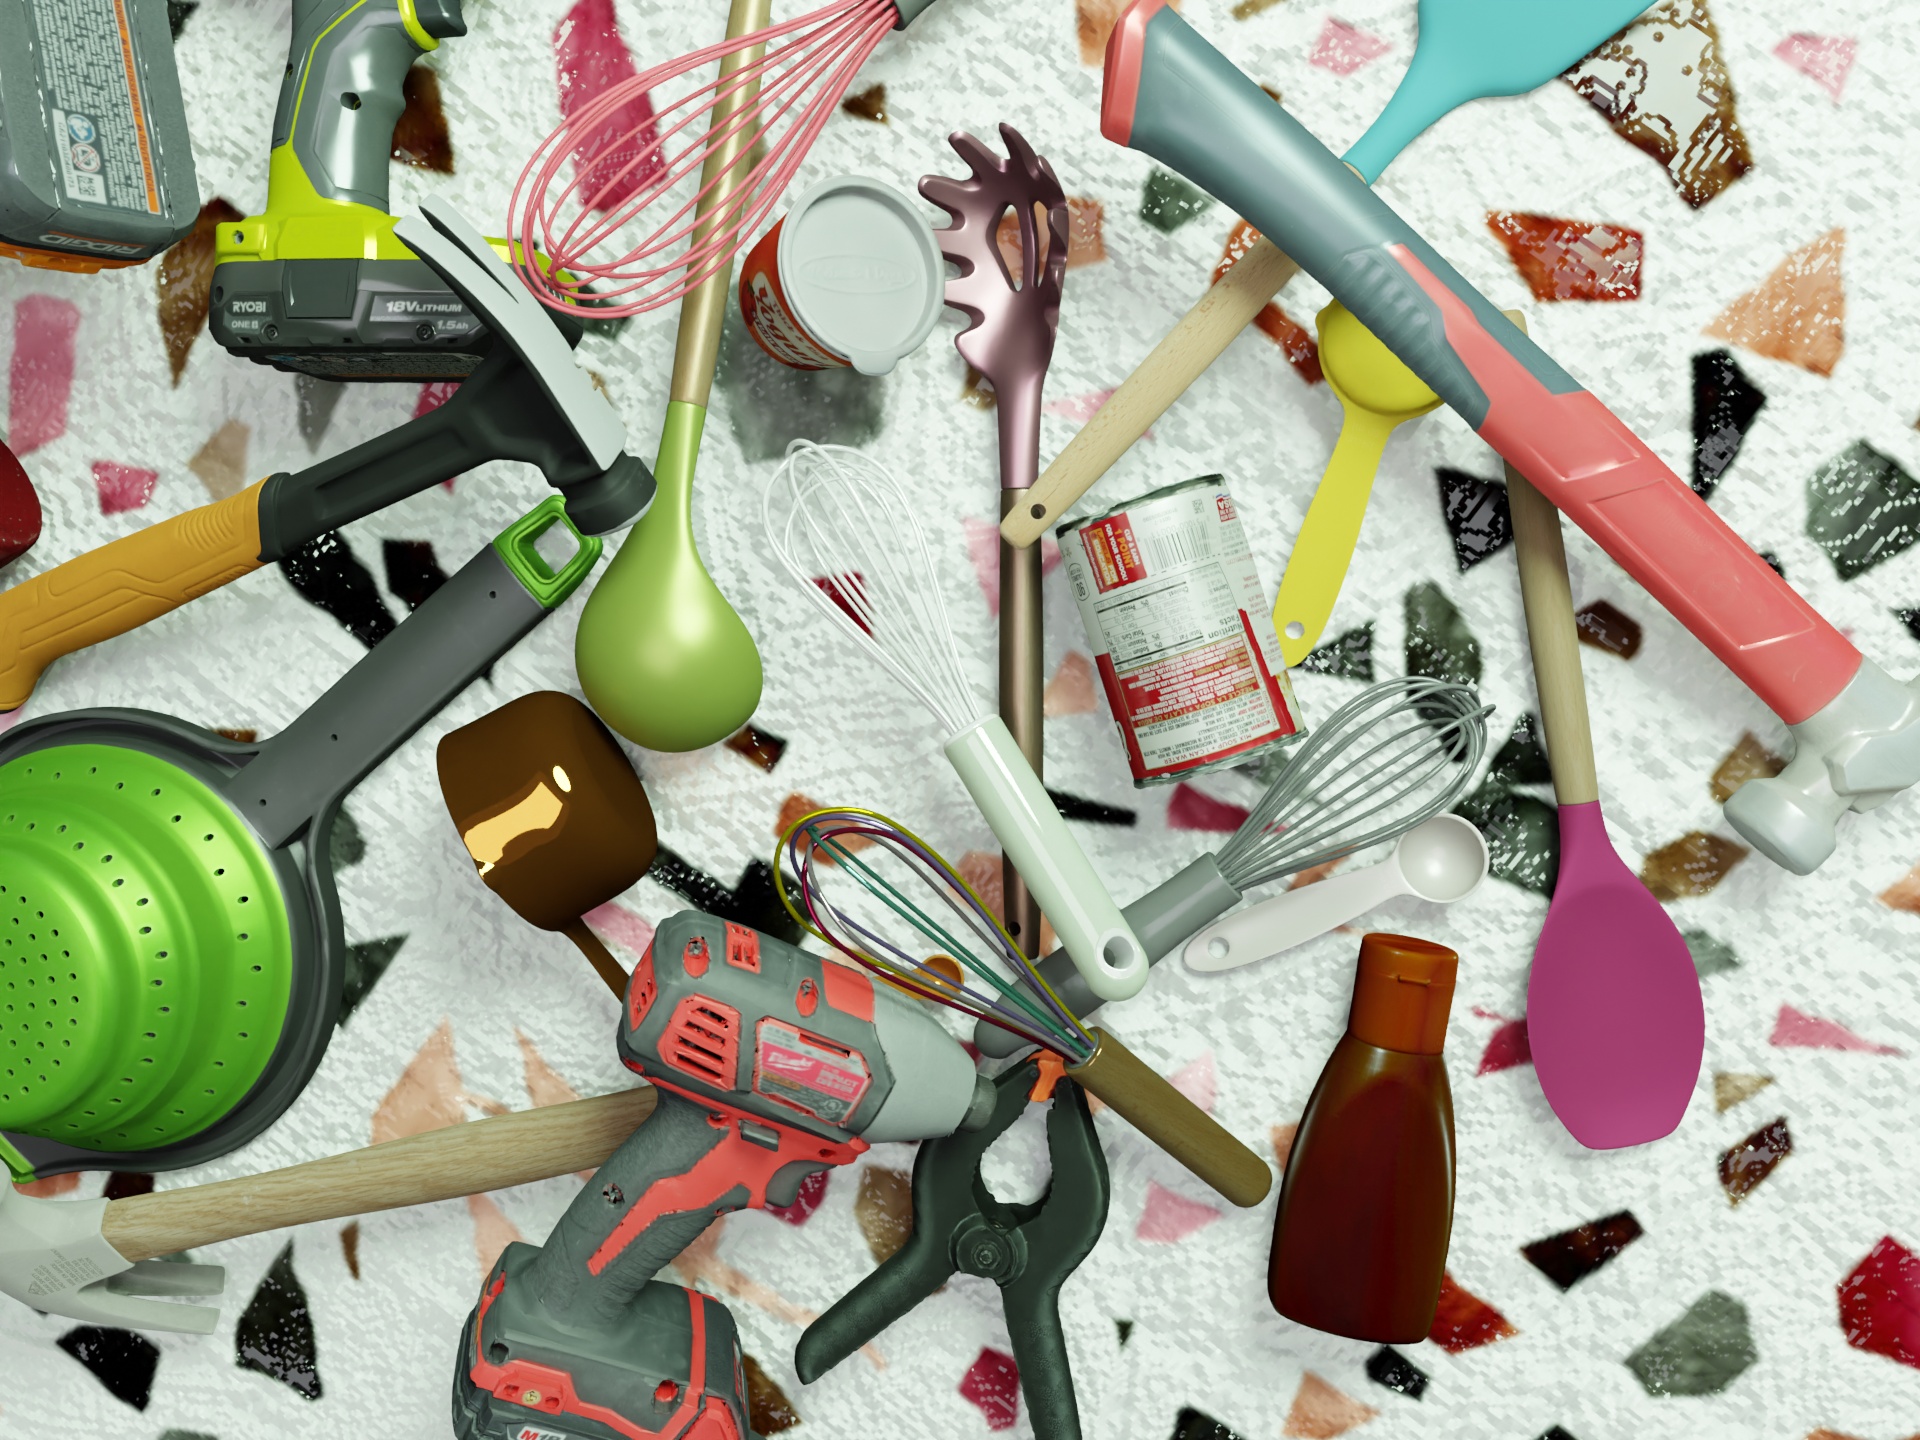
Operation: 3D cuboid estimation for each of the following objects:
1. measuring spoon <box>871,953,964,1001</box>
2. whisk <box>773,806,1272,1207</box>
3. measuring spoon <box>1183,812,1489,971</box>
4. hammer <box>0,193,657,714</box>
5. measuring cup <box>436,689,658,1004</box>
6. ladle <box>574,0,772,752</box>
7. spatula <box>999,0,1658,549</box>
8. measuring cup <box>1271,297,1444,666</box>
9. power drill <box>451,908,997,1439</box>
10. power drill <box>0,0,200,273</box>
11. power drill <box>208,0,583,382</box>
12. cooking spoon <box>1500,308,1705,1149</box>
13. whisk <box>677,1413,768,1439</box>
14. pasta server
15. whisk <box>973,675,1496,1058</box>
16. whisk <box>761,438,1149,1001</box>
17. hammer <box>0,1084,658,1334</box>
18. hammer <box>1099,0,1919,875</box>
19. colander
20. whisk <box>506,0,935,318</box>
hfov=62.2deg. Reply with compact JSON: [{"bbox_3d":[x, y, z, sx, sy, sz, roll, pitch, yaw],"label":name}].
[{"bbox_3d":[-0.053,0.116,0.651,0.117,0.011,0.021,-16,91,12],"label":"measuring spoon"},{"bbox_3d":[0.027,0.112,0.591,0.244,0.051,0.047,41,76,-19],"label":"whisk"},{"bbox_3d":[0.145,0.071,0.620,0.124,0.018,0.034,-25,79,15],"label":"measuring spoon"},{"bbox_3d":[-0.286,-0.076,0.610,0.337,0.034,0.127,-19,123,22],"label":"hammer"},{"bbox_3d":[-0.135,0.065,0.630,0.052,0.095,0.173,-31,108,4],"label":"measuring cup"},{"bbox_3d":[-0.097,-0.146,0.625,0.078,0.062,0.320,8,88,20],"label":"ladle"},{"bbox_3d":[0.125,-0.182,0.573,0.082,0.044,0.317,43,89,-4],"label":"spatula"},{"bbox_3d":[0.148,-0.095,0.604,0.062,0.029,0.156,18,108,6],"label":"measuring cup"},{"bbox_3d":[-0.089,0.185,0.599,0.143,0.079,0.219,24,105,-19],"label":"power drill"},{"bbox_3d":[-0.400,-0.229,0.608,0.226,0.084,0.164,-8,92,31],"label":"power drill"},{"bbox_3d":[-0.202,-0.251,0.609,0.190,0.080,0.228,2,92,8],"label":"power drill"},{"bbox_3d":[0.229,0.005,0.599,0.068,0.017,0.319,-10,93,-2],"label":"cooking spoon"},{"bbox_3d":[0.002,0.347,0.637,0.284,0.070,0.070,22,97,10],"label":"whisk"},{"bbox_3d":[0.019,-0.062,0.612,0.060,0.040,0.316,3,97,34],"label":"pasta server"},{"bbox_3d":[0.100,0.061,0.607,0.239,0.055,0.055,-37,89,12],"label":"whisk"},{"bbox_3d":[-0.001,-0.002,0.600,0.058,0.059,0.246,-29,84,-23],"label":"whisk"},{"bbox_3d":[-0.227,0.185,0.643,0.331,0.031,0.129,-12,135,0],"label":"hammer"},{"bbox_3d":[0.208,-0.120,0.552,0.386,0.038,0.143,41,97,-7],"label":"hammer"},{"bbox_3d":[-0.306,0.047,0.634,0.397,0.094,0.204,-40,89,9],"label":"colander"},{"bbox_3d":[-0.042,-0.248,0.577,0.296,0.073,0.073,-41,88,-7],"label":"whisk"}]
